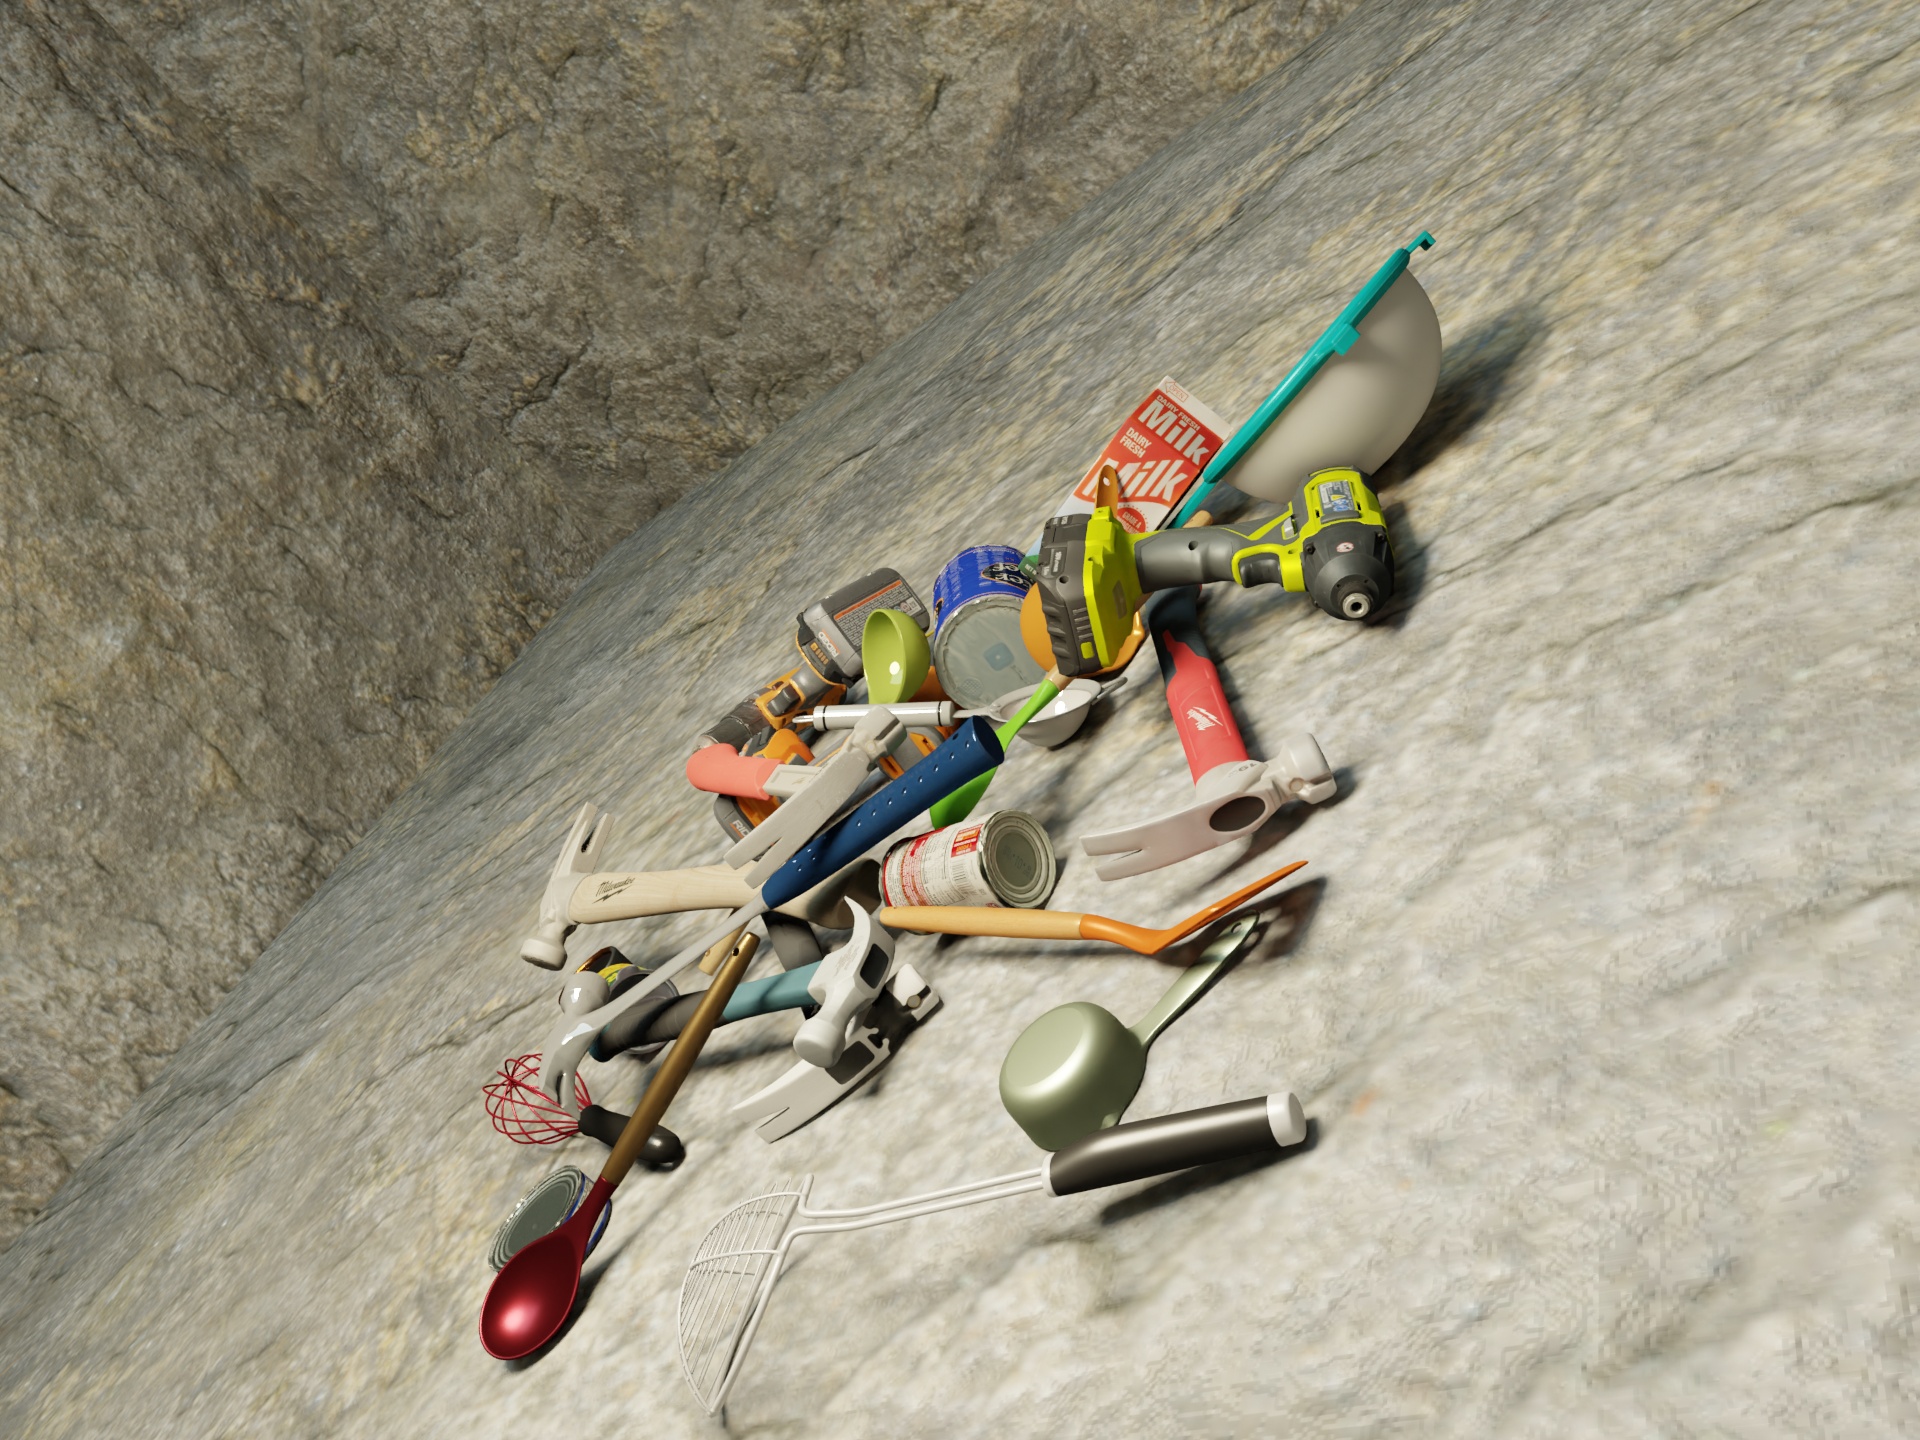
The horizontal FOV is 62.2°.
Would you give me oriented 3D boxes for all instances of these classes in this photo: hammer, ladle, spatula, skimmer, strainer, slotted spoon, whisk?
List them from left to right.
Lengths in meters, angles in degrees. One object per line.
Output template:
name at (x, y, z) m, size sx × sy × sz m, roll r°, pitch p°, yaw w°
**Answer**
whisk at (-0.285, 0.297, 1.192) m, size 0.296 × 0.073 × 0.073 m, roll -3°, pitch 42°, yaw 53°
ladle at (-0.215, 0.273, 1.030) m, size 0.069 × 0.031 × 0.315 m, roll 31°, pitch 90°, yaw 39°
hammer at (-0.203, 0.123, 1.237) m, size 0.411 × 0.038 × 0.146 m, roll -8°, pitch 56°, yaw 44°
hammer at (-0.164, 0.198, 1.096) m, size 0.331 × 0.033 × 0.128 m, roll -21°, pitch 27°, yaw 44°
hammer at (-0.158, 0.050, 1.204) m, size 0.149 × 0.036 × 0.359 m, roll -45°, pitch 16°, yaw -17°
hammer at (-0.137, 0.129, 1.081) m, size 0.405 × 0.035 × 0.144 m, roll -36°, pitch 22°, yaw 17°
hammer at (-0.115, 0.182, 1.143) m, size 0.146 × 0.035 × 0.335 m, roll -42°, pitch 19°, yaw -3°
ladle at (-0.121, 0.055, 1.244) m, size 0.320 × 0.062 × 0.078 m, roll -57°, pitch 29°, yaw -8°
strainer at (-0.002, -0.004, 1.191) m, size 0.258 × 0.050 × 0.087 m, roll -2°, pitch 20°, yaw 13°
skimmer at (0.006, 0.253, 0.774) m, size 0.363 × 0.090 × 0.127 m, roll -21°, pitch 24°, yaw 24°
spatula at (0.055, 0.109, 0.918) m, size 0.081 × 0.041 × 0.323 m, roll -19°, pitch 9°, yaw -40°
slotted spoon at (0.080, -0.042, 1.128) m, size 0.314 × 0.031 × 0.070 m, roll -47°, pitch 16°, yaw -17°
hammer at (0.138, -0.019, 1.049) m, size 0.143 × 0.038 × 0.387 m, roll -24°, pitch 21°, yaw 10°
strainer at (0.250, -0.193, 1.191) m, size 0.211 × 0.095 × 0.340 m, roll -49°, pitch -2°, yaw -43°

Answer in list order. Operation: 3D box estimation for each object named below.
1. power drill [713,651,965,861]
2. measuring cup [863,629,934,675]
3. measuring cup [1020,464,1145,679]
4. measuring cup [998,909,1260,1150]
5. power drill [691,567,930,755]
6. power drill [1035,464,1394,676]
power drill at (-0.093, 0.021, 1.379) m, size 0.226 × 0.084 × 0.164 m, roll -27°, pitch 24°, yaw 26°
measuring cup at (-0.021, -0.067, 1.434) m, size 0.156 × 0.029 × 0.062 m, roll -32°, pitch 3°, yaw -28°
measuring cup at (0.094, -0.114, 1.232) m, size 0.052 × 0.095 × 0.174 m, roll -23°, pitch 54°, yaw 55°
measuring cup at (0.086, 0.148, 0.823) m, size 0.167 × 0.038 × 0.083 m, roll -45°, pitch 19°, yaw -2°
power drill at (-0.148, -0.036, 1.497) m, size 0.185 × 0.084 × 0.226 m, roll -34°, pitch -5°, yaw -43°
power drill at (0.168, -0.098, 1.044) m, size 0.223 × 0.080 × 0.171 m, roll -9°, pitch 28°, yaw 13°
